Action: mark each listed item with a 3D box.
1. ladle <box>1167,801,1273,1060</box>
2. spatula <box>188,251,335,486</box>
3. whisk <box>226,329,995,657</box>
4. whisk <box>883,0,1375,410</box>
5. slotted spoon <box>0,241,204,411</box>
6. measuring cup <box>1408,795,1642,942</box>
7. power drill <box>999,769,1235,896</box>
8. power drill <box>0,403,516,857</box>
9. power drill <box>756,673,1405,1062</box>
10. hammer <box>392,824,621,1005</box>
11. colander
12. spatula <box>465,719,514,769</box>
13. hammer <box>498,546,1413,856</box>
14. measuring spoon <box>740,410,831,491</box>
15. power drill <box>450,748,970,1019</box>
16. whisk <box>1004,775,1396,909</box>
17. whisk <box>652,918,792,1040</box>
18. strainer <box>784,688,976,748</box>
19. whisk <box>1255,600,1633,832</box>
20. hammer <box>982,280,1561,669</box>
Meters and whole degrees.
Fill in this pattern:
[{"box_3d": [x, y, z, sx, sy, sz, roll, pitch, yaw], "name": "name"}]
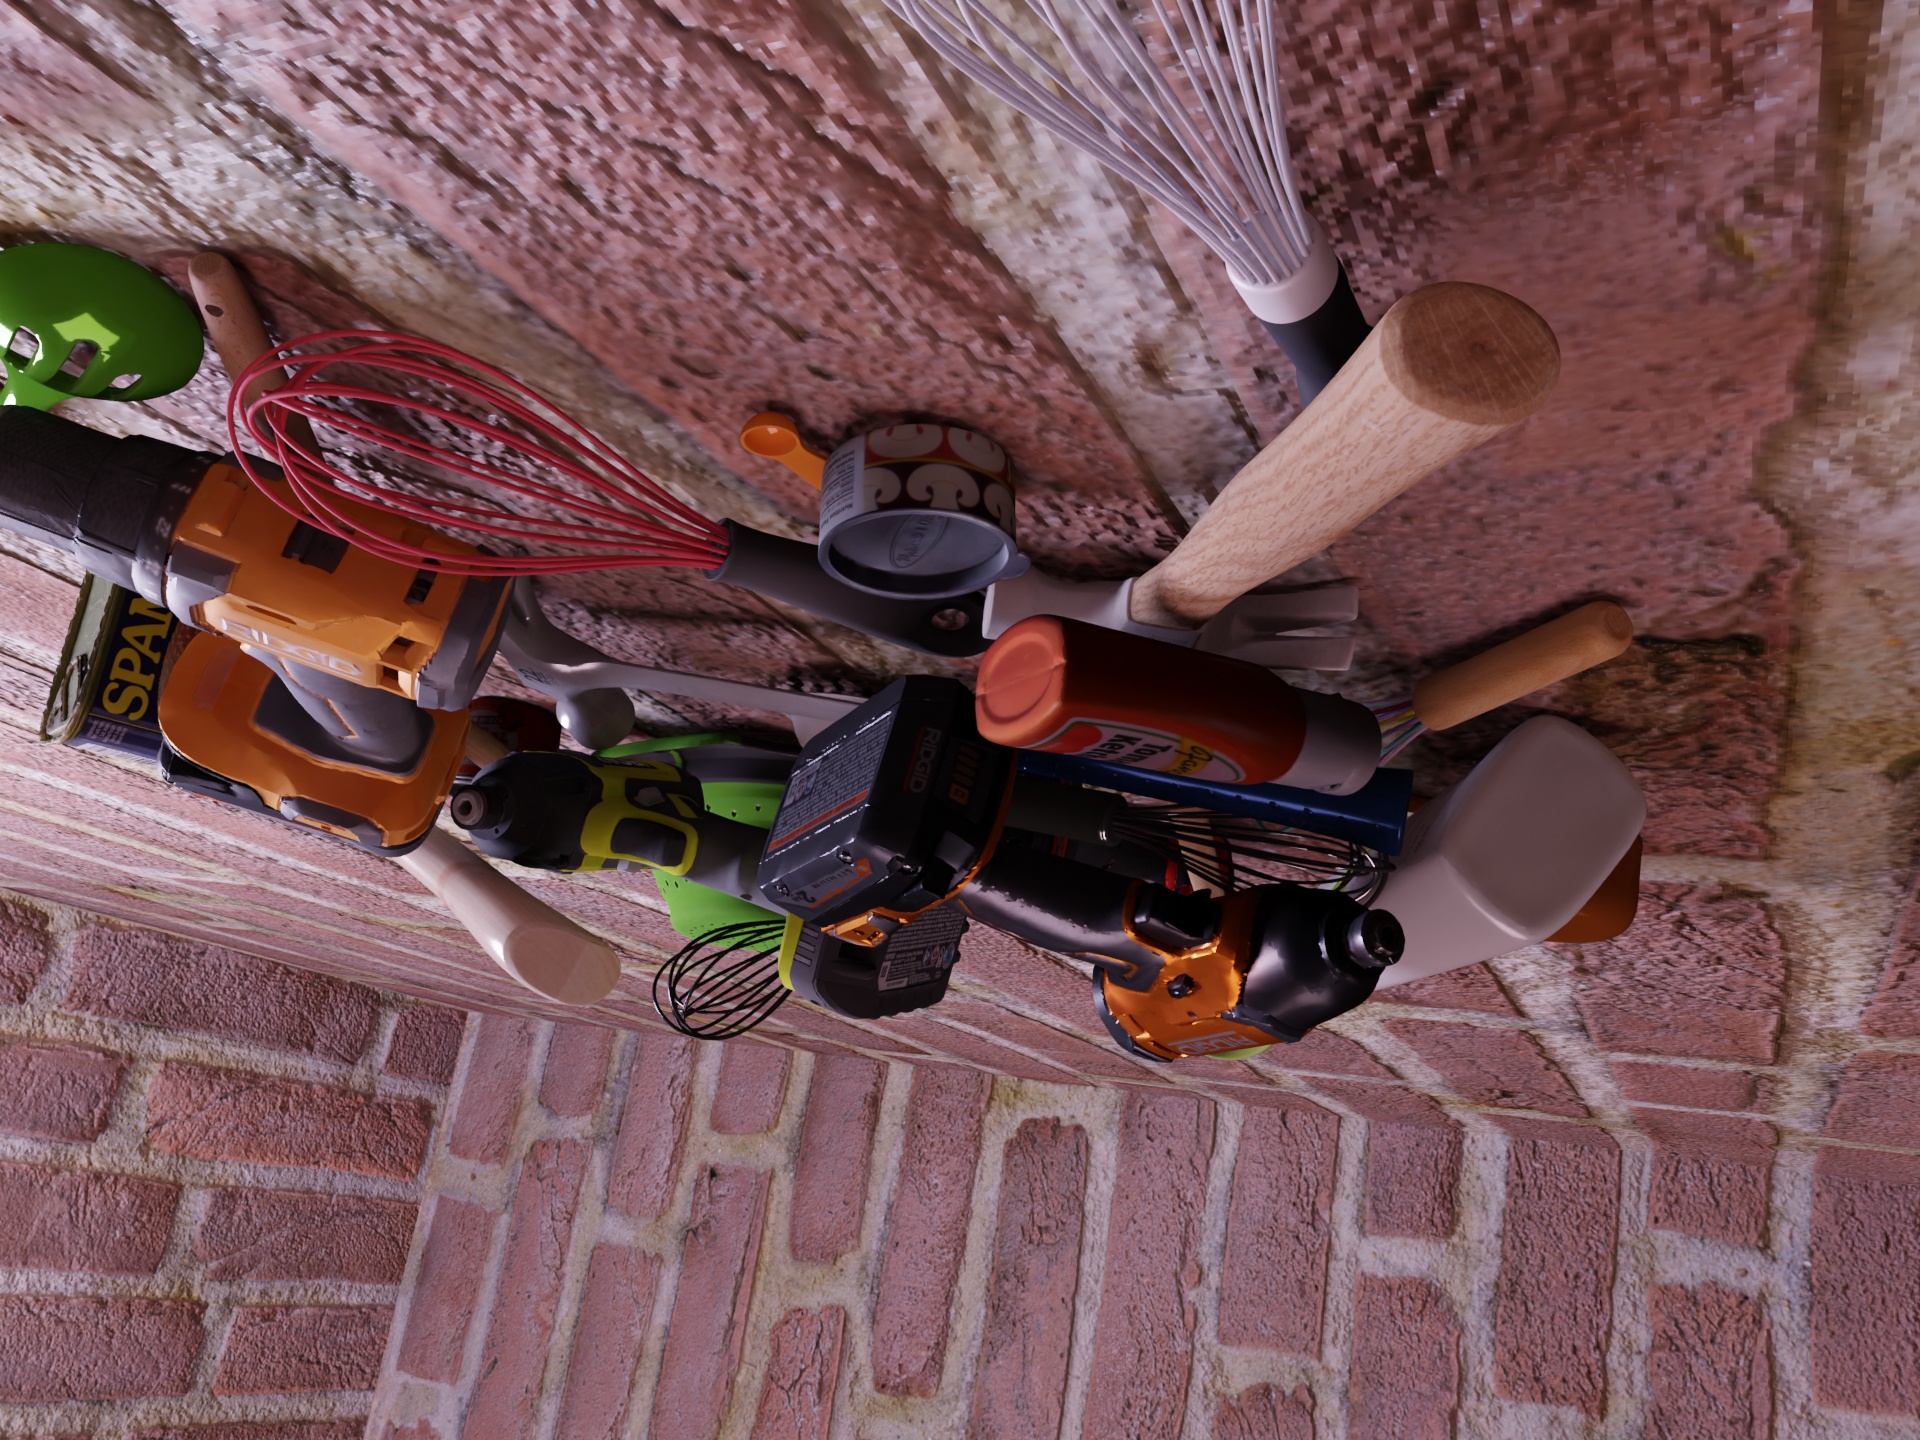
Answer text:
[{"box_3d": [0.121, 0.084, 0.812, 0.078, 0.062, 0.319, 5, 147, 20], "name": "ladle"}, {"box_3d": [-0.249, -0.090, 0.624, 0.082, 0.044, 0.317, 13, 158, -5], "name": "spatula"}, {"box_3d": [-0.102, -0.066, 0.560, 0.295, 0.073, 0.073, 15, 163, -36], "name": "whisk"}, {"box_3d": [0.059, -0.112, 0.336, 0.070, 0.070, 0.284, -1, 165, 29], "name": "whisk"}, {"box_3d": [-0.360, -0.112, 0.605, 0.070, 0.031, 0.314, 22, 161, -36], "name": "slotted spoon"}, {"box_3d": [0.272, 0.076, 0.824, 0.173, 0.052, 0.095, 14, 162, -18], "name": "measuring cup"}, {"box_3d": [0.046, 0.071, 0.901, 0.143, 0.079, 0.219, -4, 161, 37], "name": "power drill"}, {"box_3d": [-0.275, -0.031, 0.618, 0.185, 0.084, 0.226, 20, 154, -12], "name": "power drill"}, {"box_3d": [0.052, 0.067, 0.627, 0.226, 0.084, 0.164, 26, 153, -20], "name": "power drill"}, {"box_3d": [-0.295, 0.052, 0.826, 0.411, 0.038, 0.146, 24, 174, 41], "name": "hammer"}, {"box_3d": [-0.074, 0.111, 1.029, 0.204, 0.095, 0.396, -8, 159, 30], "name": "colander"}, {"box_3d": [-0.267, 0.001, 0.830, 0.060, 0.018, 0.315, 33, 169, 40], "name": "spatula"}, {"box_3d": [-0.016, 0.001, 0.680, 0.405, 0.035, 0.144, 10, 157, 17], "name": "hammer"}, {"box_3d": [-0.033, -0.082, 0.558, 0.021, 0.011, 0.116, -16, 155, 34], "name": "measuring spoon"}, {"box_3d": [-0.117, 0.068, 0.760, 0.223, 0.080, 0.171, 16, -178, 21], "name": "power drill"}, {"box_3d": [0.079, 0.047, 0.731, 0.246, 0.058, 0.059, 9, -176, 33], "name": "whisk"}, {"box_3d": [-0.074, 0.112, 0.877, 0.055, 0.055, 0.239, -5, -168, 40], "name": "whisk"}, {"box_3d": [-0.001, -0.002, 0.746, 0.258, 0.050, 0.086, -11, 157, 42], "name": "strainer"}, {"box_3d": [0.179, 0.001, 0.657, 0.047, 0.051, 0.245, 21, 157, -16], "name": "whisk"}, {"box_3d": [0.086, -0.053, 0.461, 0.130, 0.031, 0.331, 8, 174, -4], "name": "hammer"}]
